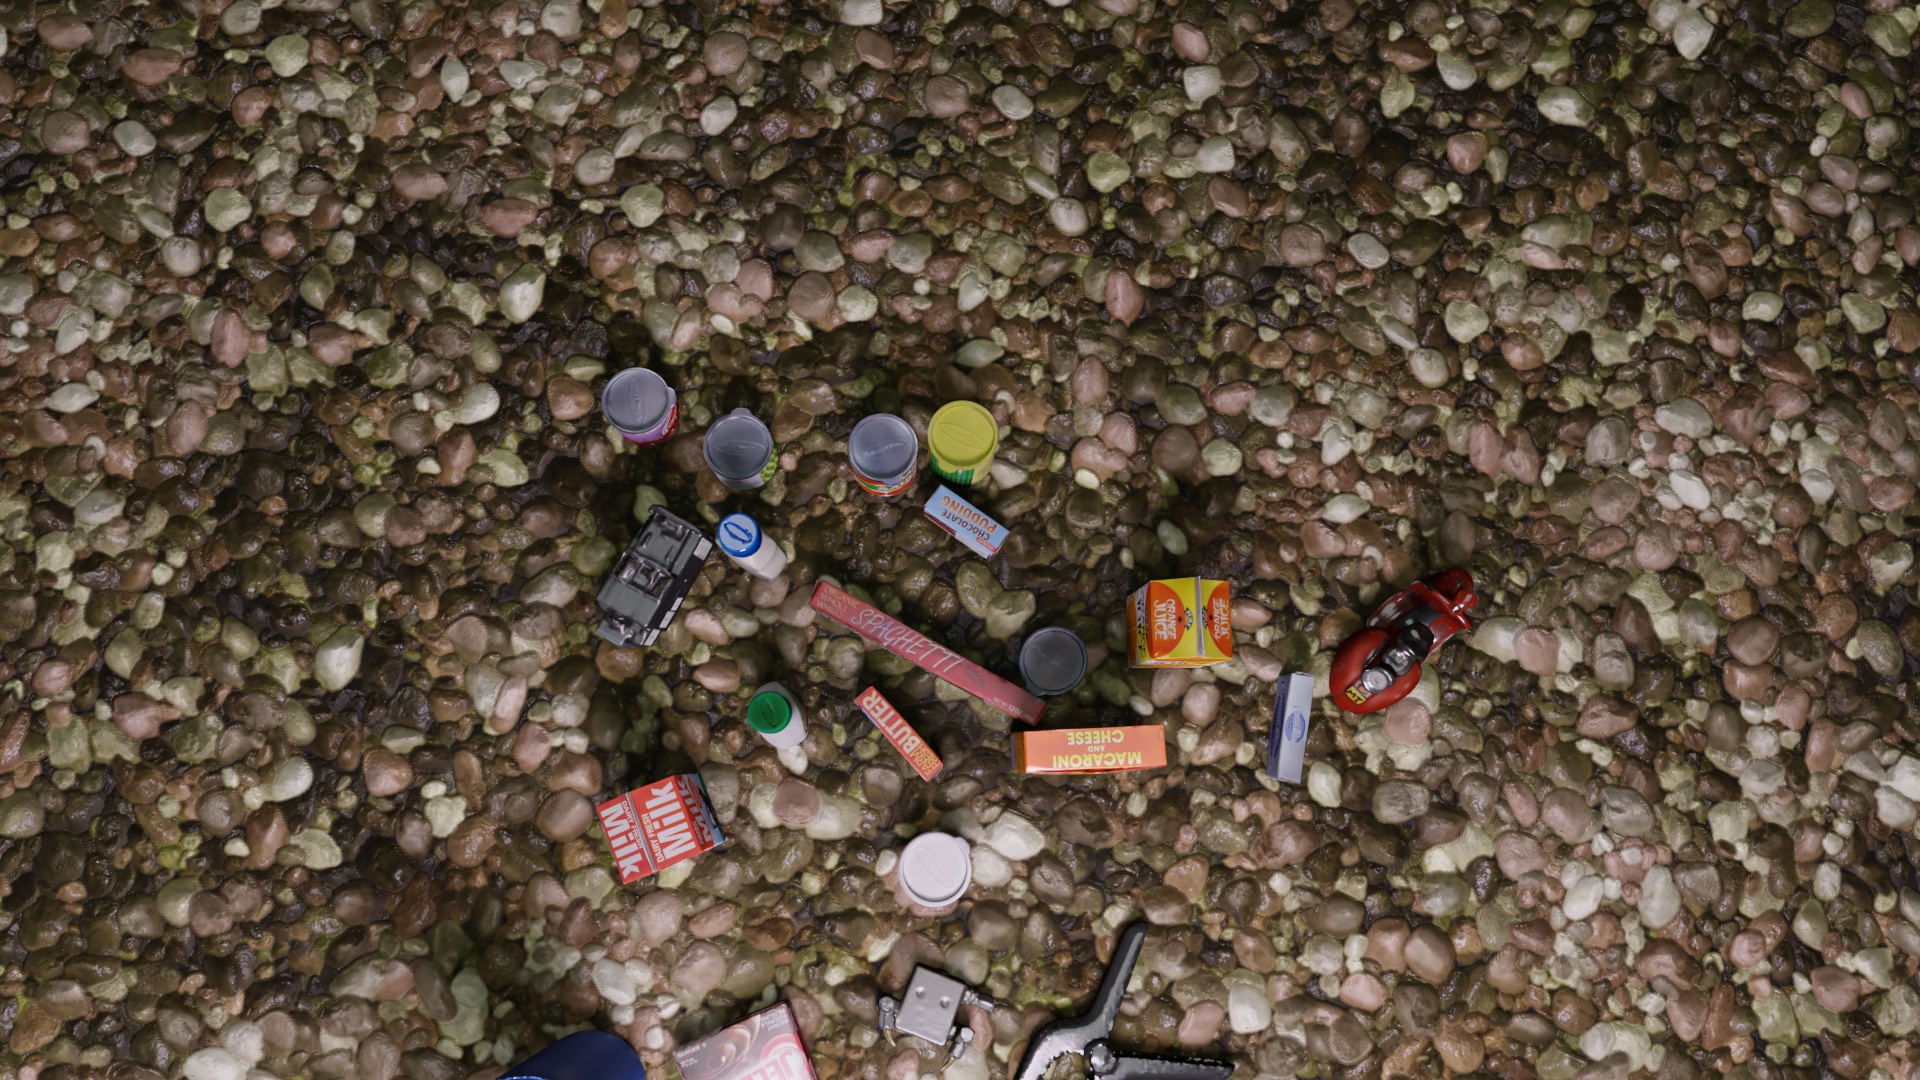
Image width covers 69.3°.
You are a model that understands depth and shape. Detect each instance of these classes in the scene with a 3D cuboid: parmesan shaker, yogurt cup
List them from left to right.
[{"bbox_3d":[-0.024,0.306,1.303,0.072,0.054,0.072,0,81,-2],"label":"yogurt cup"},{"bbox_3d":[-0.001,-0.089,1.339,0.071,0.103,0.071,0,82,-2],"label":"parmesan shaker"}]

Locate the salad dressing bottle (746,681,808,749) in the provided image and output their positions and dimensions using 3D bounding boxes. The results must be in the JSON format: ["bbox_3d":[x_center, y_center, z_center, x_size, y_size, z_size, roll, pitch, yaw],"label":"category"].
[{"bbox_3d":[-0.169,0.159,1.273,0.044,0.147,0.064,-27,84,-5],"label":"salad dressing bottle"}]

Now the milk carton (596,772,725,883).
[{"bbox_3d":[-0.267,0.253,1.233,0.073,0.190,0.072,-22,83,-5],"label":"milk carton"}]

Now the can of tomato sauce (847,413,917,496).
[{"bbox_3d":[-0.074,-0.080,1.345,0.071,0.083,0.071,0,82,-2],"label":"can of tomato sauce"}]

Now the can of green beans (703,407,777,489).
[{"bbox_3d":[-0.213,-0.086,1.354,0.071,0.057,0.071,0,82,-2],"label":"can of green beans"}]

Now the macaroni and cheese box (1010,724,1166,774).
[{"bbox_3d":[0.113,0.191,1.268,0.124,0.166,0.040,-2,82,-2],"label":"macaroni and cheese box"}]

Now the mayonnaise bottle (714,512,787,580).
[{"bbox_3d":[-0.198,0.003,1.295,0.065,0.148,0.041,34,82,3],"label":"mayonnaise bottle"}]

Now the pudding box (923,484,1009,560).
[{"bbox_3d":[0.005,-0.017,1.355,0.084,0.049,0.030,35,82,3],"label":"pudding box"}]

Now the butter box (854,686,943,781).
[{"bbox_3d":[-0.058,0.183,1.321,0.024,0.053,0.103,-42,85,-7],"label":"butter box"}]

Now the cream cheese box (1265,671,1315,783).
[{"bbox_3d":[0.316,0.179,1.334,0.024,0.053,0.104,10,81,0],"label":"cream cheese box"}]

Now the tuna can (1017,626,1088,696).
[{"bbox_3d":[0.087,0.119,1.346,0.071,0.033,0.071,0,81,-2],"label":"tuna can"}]

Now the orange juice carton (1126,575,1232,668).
[{"bbox_3d":[0.202,0.077,1.276,0.073,0.192,0.072,0,82,-2],"label":"orange juice carton"}]

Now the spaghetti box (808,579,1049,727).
[{"bbox_3d":[-0.033,0.109,1.335,0.250,0.050,0.029,28,82,2],"label":"spaghetti box"}]

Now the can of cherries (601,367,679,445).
[{"bbox_3d":[-0.309,-0.130,1.357,0.071,0.058,0.071,0,82,-2],"label":"can of cherries"}]
